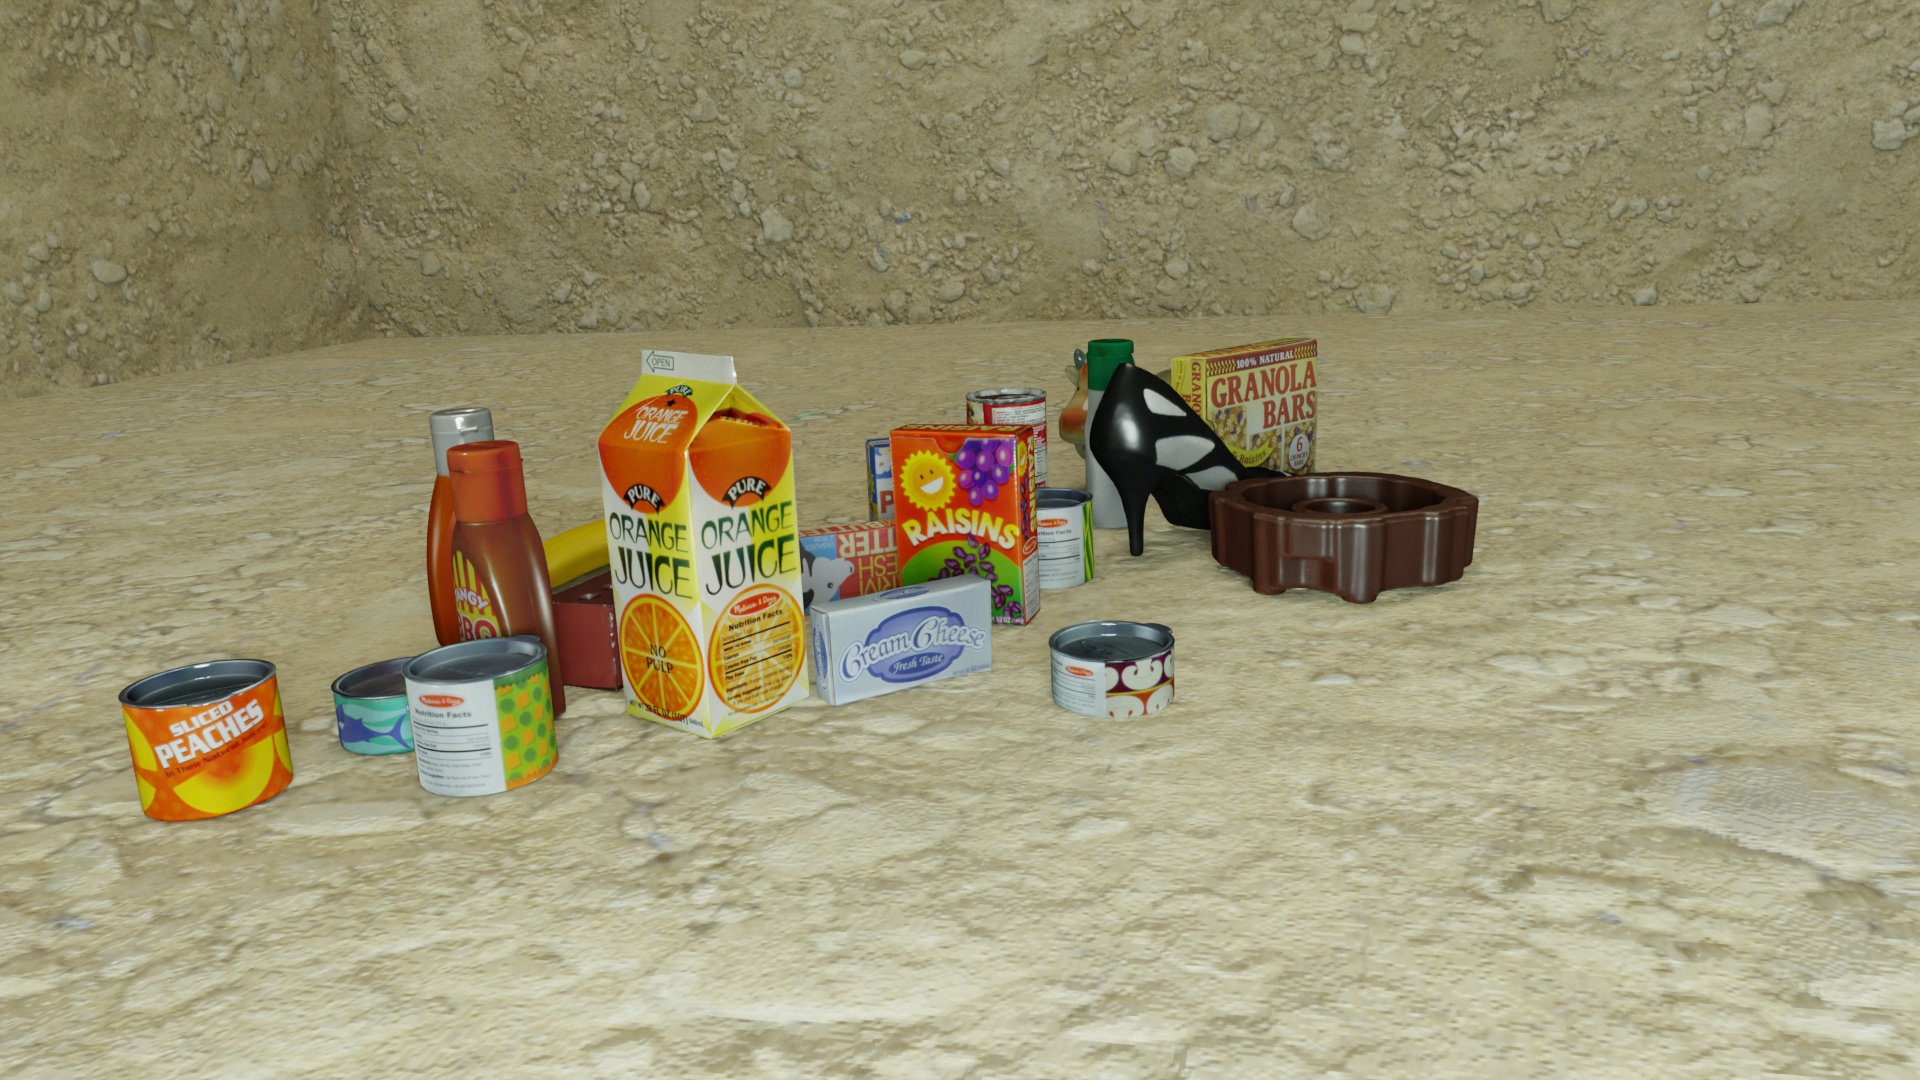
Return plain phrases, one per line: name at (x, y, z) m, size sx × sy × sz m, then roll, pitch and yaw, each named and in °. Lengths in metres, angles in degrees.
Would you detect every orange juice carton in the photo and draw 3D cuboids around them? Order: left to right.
orange juice carton at (-0.135, -0.003, 0.728) m, size 0.072 × 0.192 × 0.073 m, roll 8°, pitch 17°, yaw 39°

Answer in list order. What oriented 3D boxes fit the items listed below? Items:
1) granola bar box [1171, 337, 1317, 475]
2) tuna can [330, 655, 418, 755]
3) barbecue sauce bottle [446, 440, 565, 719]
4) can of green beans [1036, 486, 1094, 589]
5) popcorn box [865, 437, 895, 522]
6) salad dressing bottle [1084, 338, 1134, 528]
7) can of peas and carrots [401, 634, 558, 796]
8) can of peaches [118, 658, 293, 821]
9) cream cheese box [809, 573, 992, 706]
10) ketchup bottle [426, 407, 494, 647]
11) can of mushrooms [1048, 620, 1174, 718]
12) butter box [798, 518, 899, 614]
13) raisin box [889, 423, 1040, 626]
granola bar box at (0.253, -0.109, 1.226) m, size 0.166 × 0.124 × 0.039 m, roll -15°, pitch 18°, yaw -41°
tuna can at (-0.291, 0.086, 0.730) m, size 0.071 × 0.032 × 0.071 m, roll -3°, pitch 14°, yaw 1°
barbecue sauce bottle at (-0.244, 0.022, 0.739) m, size 0.065 × 0.148 × 0.044 m, roll 10°, pitch 18°, yaw 42°
can of green beans at (0.060, -0.002, 0.968) m, size 0.071 × 0.057 × 0.071 m, roll -3°, pitch 14°, yaw 1°
popcorn box at (-0.008, -0.040, 1.076) m, size 0.127 × 0.085 × 0.038 m, roll -6°, pitch 14°, yaw -14°
salad dressing bottle at (0.121, -0.086, 1.107) m, size 0.044 × 0.147 × 0.064 m, roll 0°, pitch 14°, yaw 11°
can of peas and carrots at (-0.230, 0.084, 0.675) m, size 0.071 × 0.058 × 0.071 m, roll -3°, pitch 14°, yaw 1°
can of peaches at (-0.355, 0.094, 0.658) m, size 0.071 × 0.058 × 0.071 m, roll -3°, pitch 14°, yaw 1°
cream cheese box at (-0.031, 0.054, 0.768) m, size 0.104 × 0.053 × 0.024 m, roll -10°, pitch 15°, yaw -28°
ketchup bottle at (-0.304, -0.008, 0.870) m, size 0.065 × 0.148 × 0.043 m, roll -11°, pitch 16°, yaw -31°
can of mushrooms at (0.082, 0.067, 0.735) m, size 0.071 × 0.033 × 0.071 m, roll -3°, pitch 14°, yaw 1°
butter box at (-0.070, 0.016, 0.929) m, size 0.104 × 0.053 × 0.024 m, roll -8°, pitch 15°, yaw -22°
raisin box at (0.003, -0.011, 0.878) m, size 0.086 × 0.123 × 0.040 m, roll 3°, pitch 14°, yaw 21°
